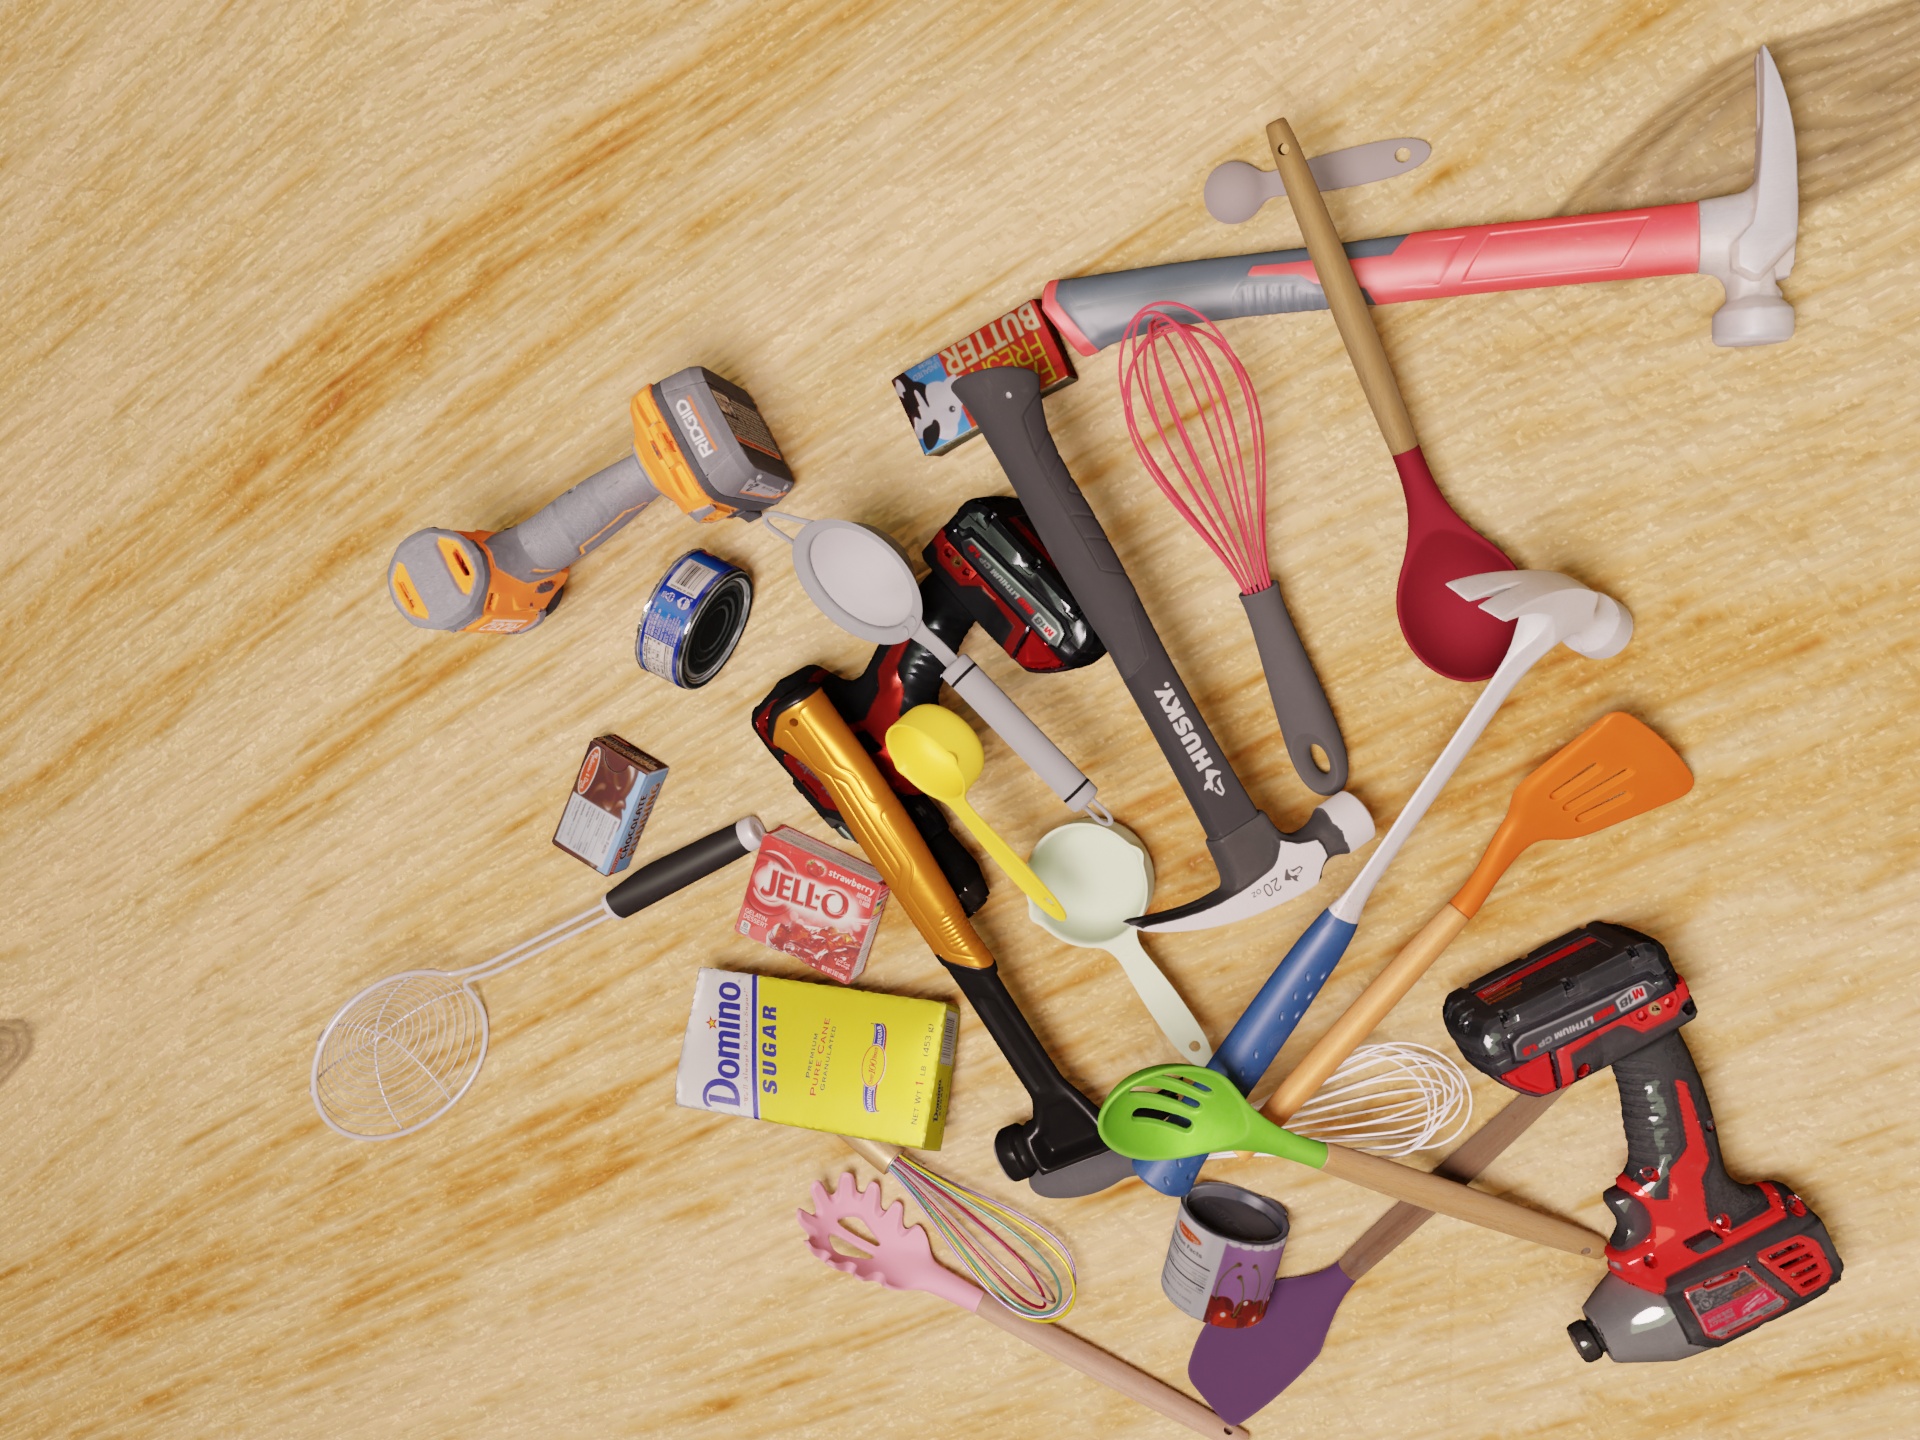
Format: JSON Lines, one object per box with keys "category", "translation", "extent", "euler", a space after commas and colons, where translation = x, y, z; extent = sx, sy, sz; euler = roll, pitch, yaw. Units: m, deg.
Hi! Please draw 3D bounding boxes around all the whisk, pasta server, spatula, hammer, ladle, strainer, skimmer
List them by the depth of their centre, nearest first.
{"category": "ladle", "translation": [0.226, -0.167, 0.846], "extent": [0.069, 0.031, 0.315], "euler": [-20, 103, 24]}
{"category": "hammer", "translation": [0.232, -0.258, 0.854], "extent": [0.386, 0.038, 0.143], "euler": [-1, 97, 20]}
{"category": "hammer", "translation": [0.209, 0.095, 0.857], "extent": [0.035, 0.144, 0.405], "euler": [44, 111, 39]}
{"category": "hammer", "translation": [0.088, -0.041, 0.863], "extent": [0.146, 0.035, 0.334], "euler": [-31, 95, -11]}
{"category": "spatula", "translation": [0.262, 0.127, 0.872], "extent": [0.081, 0.041, 0.322], "euler": [36, 99, -28]}
{"category": "whisk", "translation": [0.159, -0.091, 0.885], "extent": [0.073, 0.073, 0.295], "euler": [-18, 103, 21]}
{"category": "strainer", "translation": [-0.006, -0.034, 0.892], "extent": [0.258, 0.050, 0.087], "euler": [46, 144, 2]}
{"category": "hammer", "translation": [-0.003, 0.120, 0.943], "extent": [0.127, 0.034, 0.336], "euler": [-29, 100, 25]}
{"category": "spatula", "translation": [0.246, 0.309, 0.945], "extent": [0.060, 0.018, 0.316], "euler": [48, 111, 20]}
{"category": "whisk", "translation": [0.163, 0.247, 0.948], "extent": [0.284, 0.070, 0.070], "euler": [-21, 91, 26]}
{"category": "pasta server", "translation": [0.038, 0.385, 1.022], "extent": [0.316, 0.060, 0.040], "euler": [24, 147, 13]}
{"category": "whisk", "translation": [-0.028, 0.302, 1.028], "extent": [0.245, 0.051, 0.047], "euler": [35, 132, 17]}
{"category": "skimmer", "translation": [-0.281, 0.175, 1.077], "extent": [0.363, 0.127, 0.090], "euler": [-28, 46, 17]}

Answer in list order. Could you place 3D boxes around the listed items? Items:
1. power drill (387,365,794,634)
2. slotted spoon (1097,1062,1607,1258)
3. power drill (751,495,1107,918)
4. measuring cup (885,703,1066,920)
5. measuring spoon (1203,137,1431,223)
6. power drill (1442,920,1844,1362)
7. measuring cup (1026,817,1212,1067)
{"category": "power drill", "translation": [-0.223, -0.125, 0.990], "extent": [0.226, 0.164, 0.084], "euler": [-28, 88, 9]}
{"category": "slotted spoon", "translation": [0.220, 0.248, 0.875], "extent": [0.313, 0.031, 0.070], "euler": [20, 117, -11]}
{"category": "power drill", "translation": [-0.002, -0.003, 0.959], "extent": [0.188, 0.080, 0.226], "euler": [48, 113, 8]}
{"category": "measuring cup", "translation": [0.018, 0.052, 0.916], "extent": [0.156, 0.029, 0.062], "euler": [50, 150, -16]}
{"category": "measuring spoon", "translation": [0.193, -0.300, 0.871], "extent": [0.124, 0.018, 0.034], "euler": [-7, 96, 20]}
{"category": "power drill", "translation": [0.355, 0.232, 0.849], "extent": [0.143, 0.078, 0.219], "euler": [-28, 91, 3]}
{"category": "measuring cup", "translation": [0.105, 0.133, 0.960], "extent": [0.083, 0.038, 0.167], "euler": [-35, 88, 21]}
